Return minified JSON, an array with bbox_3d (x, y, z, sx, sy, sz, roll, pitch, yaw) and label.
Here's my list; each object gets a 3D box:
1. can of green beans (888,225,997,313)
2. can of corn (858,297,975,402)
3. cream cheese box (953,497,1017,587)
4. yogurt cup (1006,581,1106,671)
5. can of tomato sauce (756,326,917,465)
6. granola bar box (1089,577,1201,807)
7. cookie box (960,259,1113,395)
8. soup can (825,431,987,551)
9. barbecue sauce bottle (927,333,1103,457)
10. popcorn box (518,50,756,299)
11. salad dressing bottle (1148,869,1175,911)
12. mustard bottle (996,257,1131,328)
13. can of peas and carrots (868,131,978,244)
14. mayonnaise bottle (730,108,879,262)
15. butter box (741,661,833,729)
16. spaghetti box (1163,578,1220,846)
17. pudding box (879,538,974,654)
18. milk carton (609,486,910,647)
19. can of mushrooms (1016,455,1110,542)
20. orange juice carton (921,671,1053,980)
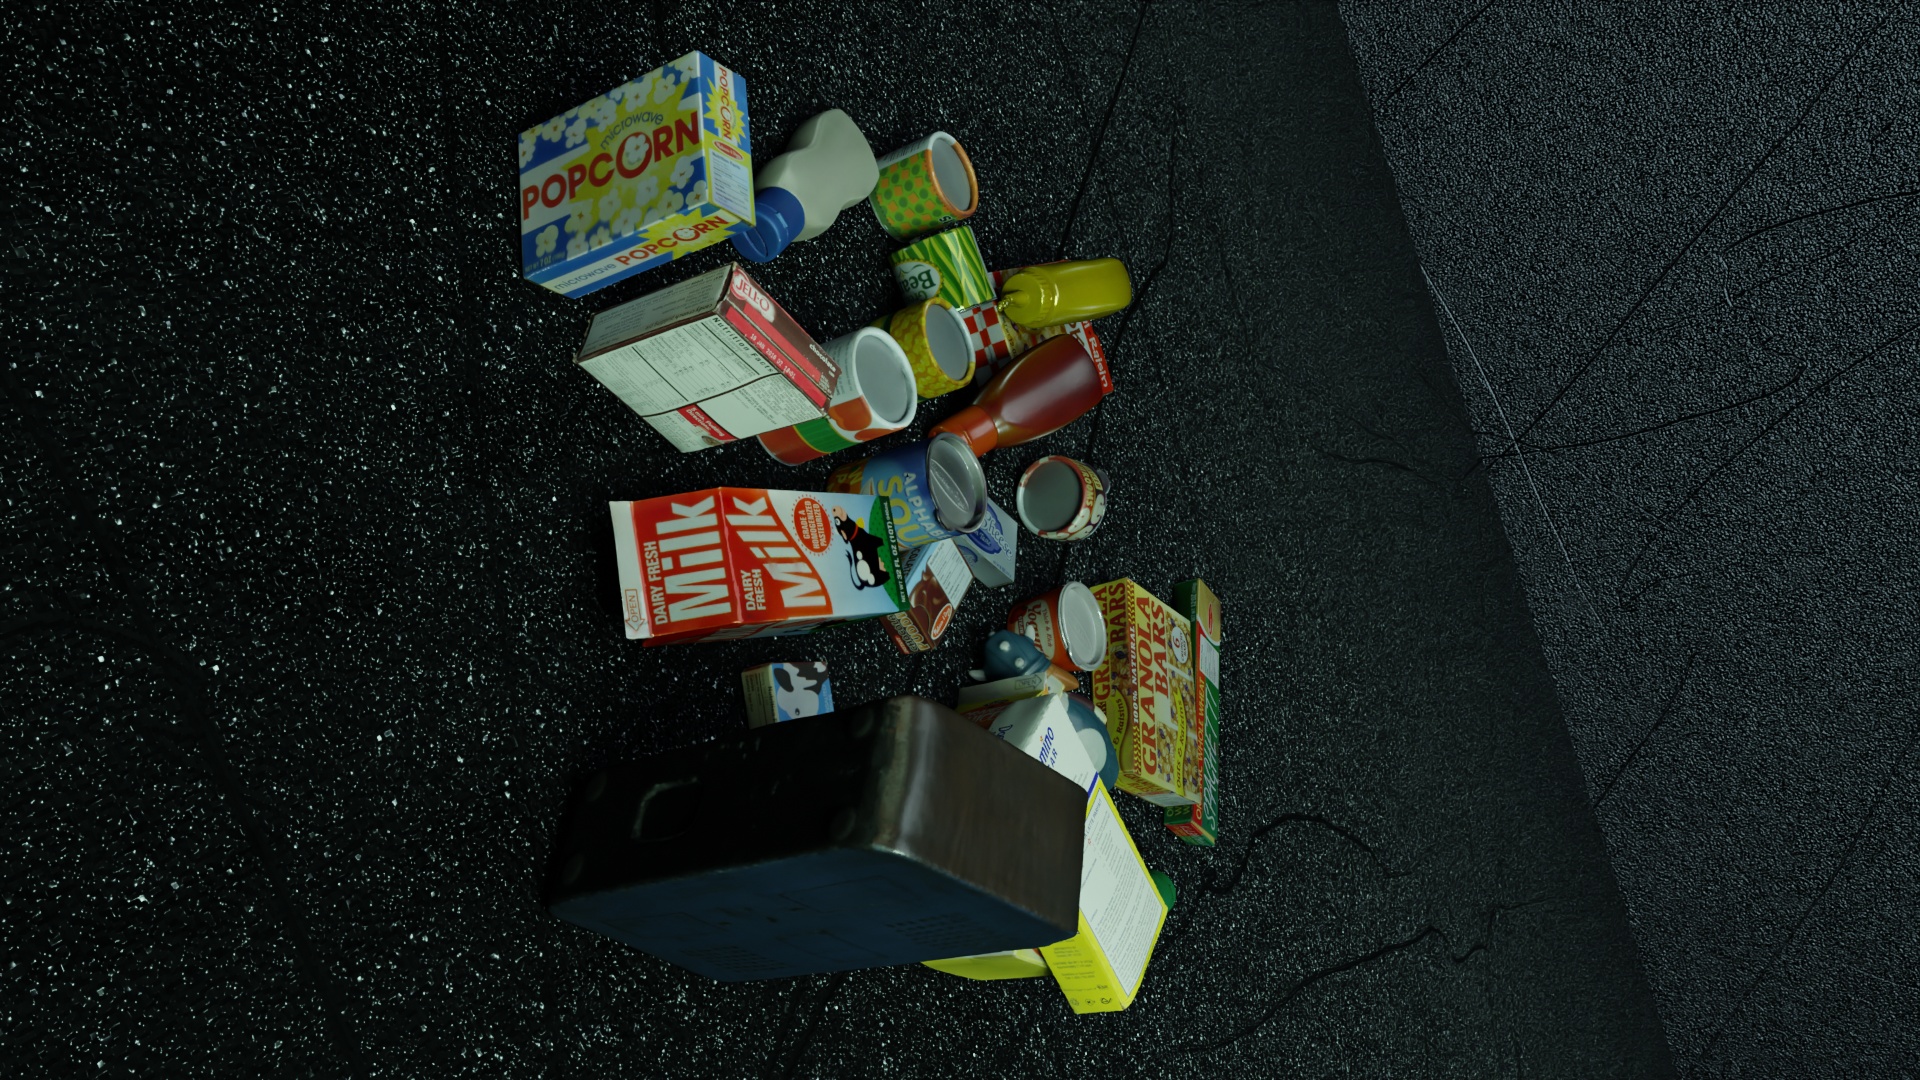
[{"bbox_3d":[-0.013,-0.193,1.019,0.071,0.071,0.057,-33,105,-58],"label":"can of green beans"},{"bbox_3d":[-0.032,-0.129,0.968,0.071,0.058,0.071,31,51,-49],"label":"can of corn"},{"bbox_3d":[0.004,-0.013,1.006,0.103,0.024,0.053,40,44,-43],"label":"cream cheese box"},{"bbox_3d":[0.071,0.069,1.048,0.072,0.054,0.072,31,52,-49],"label":"yogurt cup"},{"bbox_3d":[-0.077,-0.088,0.853,0.071,0.083,0.071,30,53,-49],"label":"can of tomato sauce"},{"bbox_3d":[0.154,0.130,1.168,0.124,0.039,0.166,32,51,-49],"label":"granola bar box"},{"bbox_3d":[0.063,-0.164,1.151,0.168,0.040,0.123,-26,99,-58],"label":"cookie box"},{"bbox_3d":[-0.036,-0.025,0.891,0.071,0.083,0.071,31,52,-49],"label":"soup can"},{"bbox_3d":[0.040,-0.100,1.037,0.149,0.043,0.065,-33,99,-34],"label":"barbecue sauce bottle"},{"bbox_3d":[-0.168,-0.184,0.710,0.038,0.126,0.085,19,61,-59],"label":"popcorn box"},{"bbox_3d":[0.118,0.284,1.039,0.148,0.044,0.064,-7,80,-60],"label":"salad dressing bottle"},{"bbox_3d":[0.075,-0.193,1.086,0.161,0.065,0.048,-20,98,-54],"label":"mustard bottle"},{"bbox_3d":[-0.027,-0.261,1.034,0.071,0.058,0.071,30,53,-49],"label":"can of peas and carrots"},{"bbox_3d":[-0.104,-0.231,0.917,0.064,0.041,0.149,58,36,-23],"label":"mayonnaise bottle"},{"bbox_3d":[-0.093,0.122,0.792,0.053,0.024,0.103,5,72,-56],"label":"butter box"},{"bbox_3d":[0.212,0.152,1.259,0.050,0.028,0.251,44,43,-40],"label":"spaghetti box"},{"bbox_3d":[-0.025,0.031,0.934,0.049,0.030,0.084,60,34,-24],"label":"pudding box"},{"bbox_3d":[-0.115,0.015,0.757,0.191,0.073,0.072,2,76,-57],"label":"milk carton"},{"bbox_3d":[0.081,-0.034,1.093,0.033,0.071,0.071,12,67,-54],"label":"can of mushrooms"},{"bbox_3d":[0.025,0.182,0.908,0.073,0.071,0.193,34,49,-48],"label":"orange juice carton"}]
